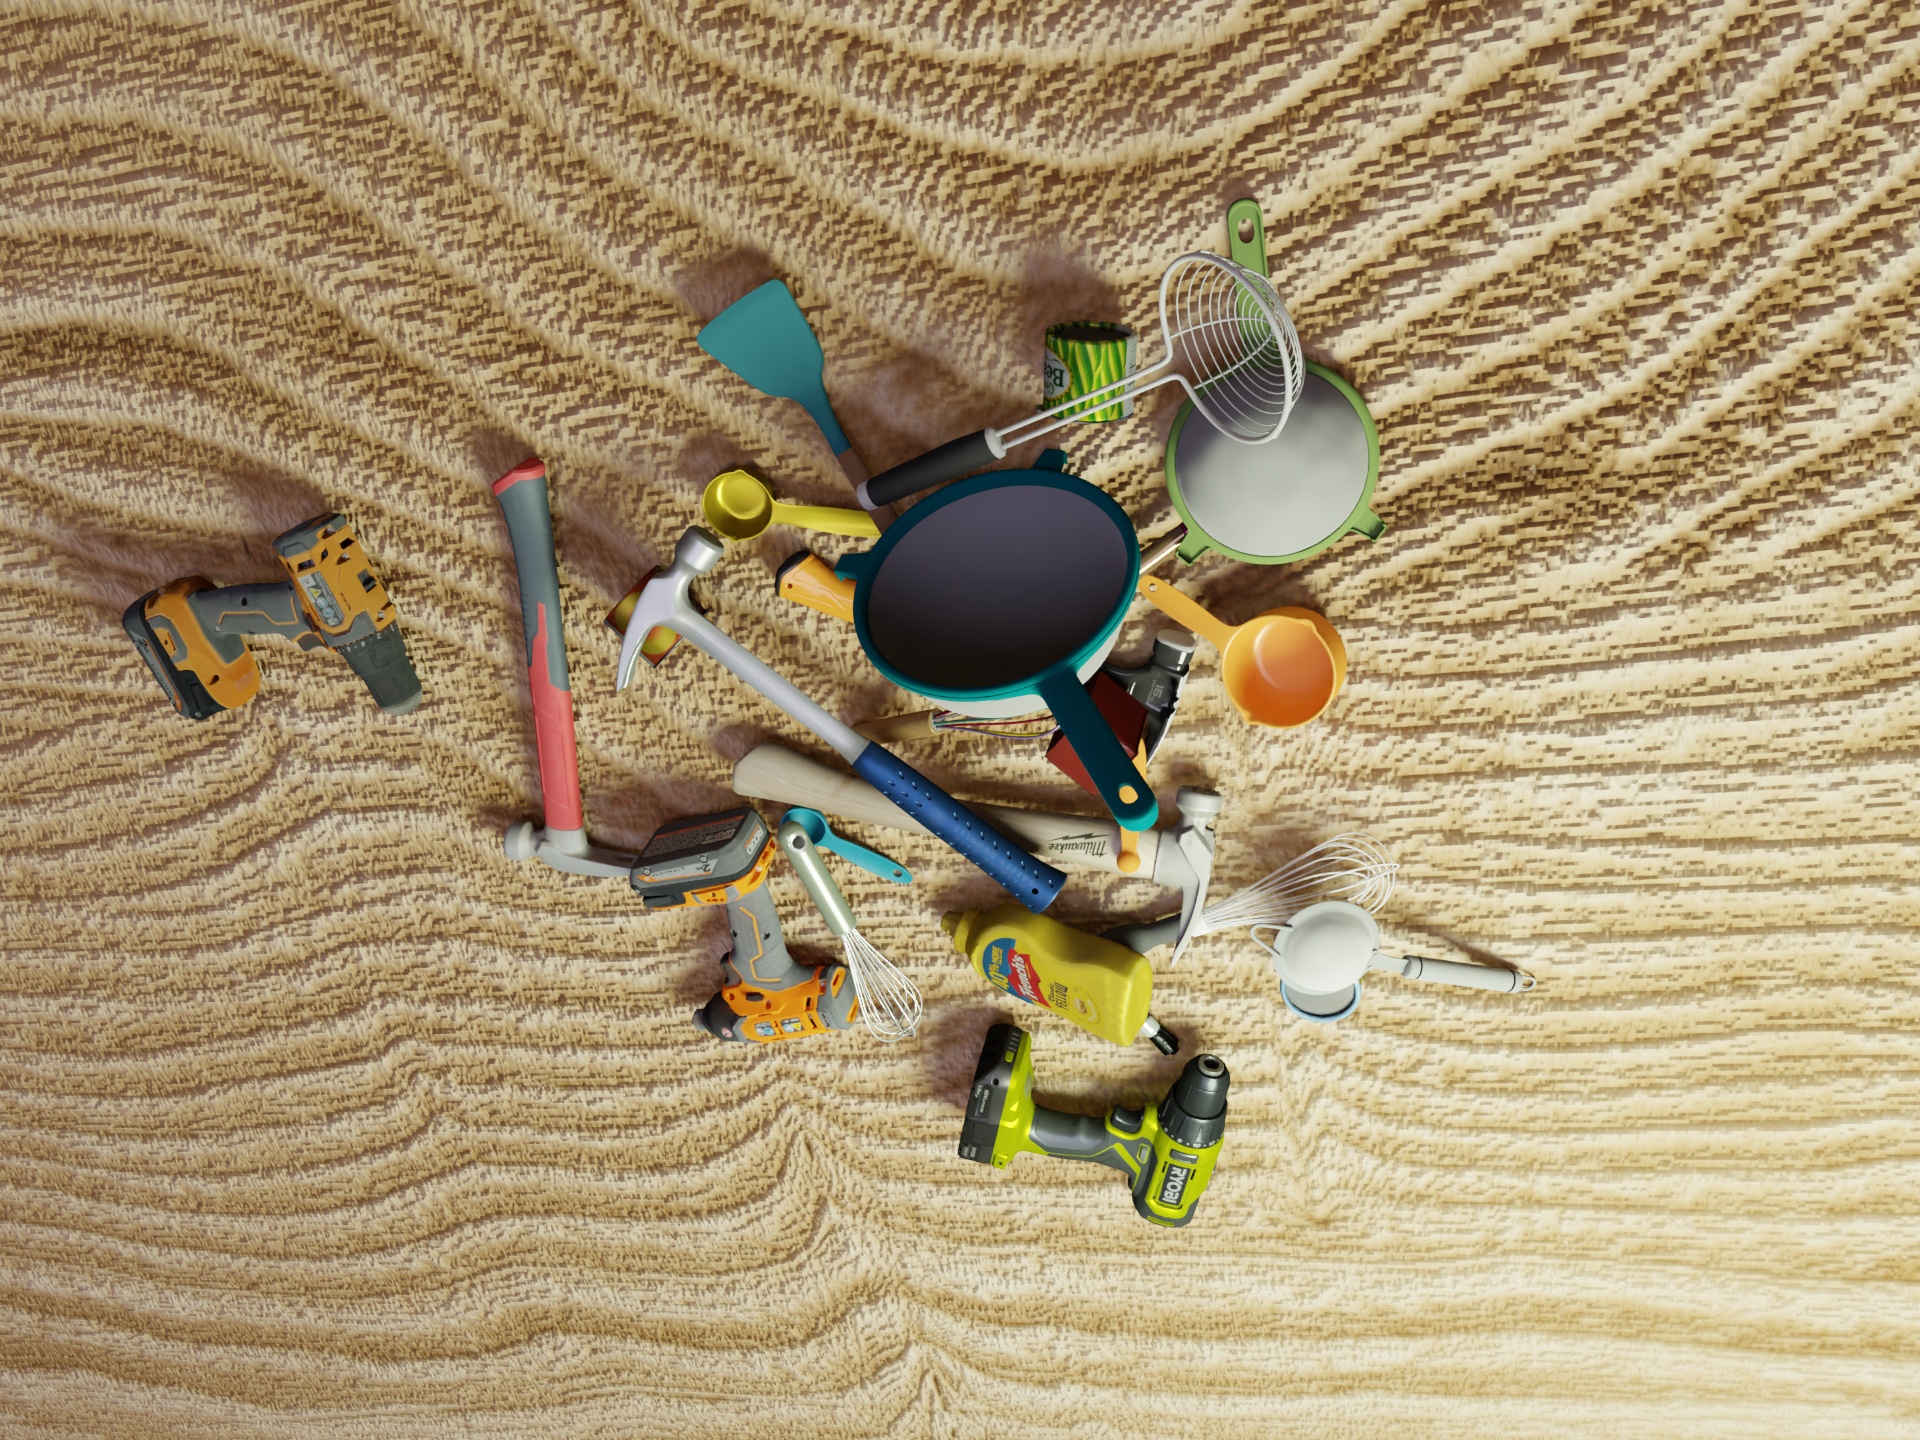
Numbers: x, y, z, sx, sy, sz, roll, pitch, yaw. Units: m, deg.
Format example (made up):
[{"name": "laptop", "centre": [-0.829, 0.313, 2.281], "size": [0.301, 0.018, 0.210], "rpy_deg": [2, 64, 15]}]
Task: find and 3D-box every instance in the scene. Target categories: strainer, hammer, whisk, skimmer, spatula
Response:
[{"name": "strainer", "centre": [0.352, 0.195, 1.262], "size": [0.258, 0.050, 0.086], "rpy_deg": [10, 114, -18]}, {"name": "hammer", "centre": [0.004, 0.093, 1.327], "size": [0.411, 0.038, 0.146], "rpy_deg": [11, 97, 12]}, {"name": "strainer", "centre": [0.209, -0.226, 1.095], "size": [0.151, 0.069, 0.256], "rpy_deg": [-6, 108, 12]}, {"name": "strainer", "centre": [0.059, -0.033, 1.120], "size": [0.211, 0.341, 0.095], "rpy_deg": [-28, 142, -2]}, {"name": "whisk", "centre": [0.227, 0.158, 1.315], "size": [0.284, 0.070, 0.070], "rpy_deg": [-22, 109, 30]}, {"name": "skimmer", "centre": [0.062, -0.201, 1.071], "size": [0.363, 0.090, 0.127], "rpy_deg": [-17, 106, 32]}, {"name": "whisk", "centre": [-0.100, 0.190, 1.415], "size": [0.059, 0.058, 0.246], "rpy_deg": [17, 138, 59]}, {"name": "hammer", "centre": [-0.091, 0.023, 1.266], "size": [0.405, 0.035, 0.144], "rpy_deg": [37, 104, -4]}, {"name": "spatula", "centre": [-0.079, -0.180, 1.212], "size": [0.082, 0.044, 0.317], "rpy_deg": [-30, 97, 19]}, {"name": "hammer", "centre": [-0.342, -0.036, 1.376], "size": [0.143, 0.038, 0.386], "rpy_deg": [7, 118, 10]}, {"name": "whisk", "centre": [-0.002, -0.006, 1.263], "size": [0.245, 0.051, 0.047], "rpy_deg": [-10, 121, 43]}, {"name": "hammer", "centre": [0.010, -0.059, 1.270], "size": [0.337, 0.034, 0.127], "rpy_deg": [18, 119, 6]}]

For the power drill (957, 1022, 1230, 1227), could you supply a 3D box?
[{"name": "power drill", "centre": [0.123, 0.351, 1.424], "size": [0.228, 0.080, 0.190], "rpy_deg": [14, 125, 6]}]

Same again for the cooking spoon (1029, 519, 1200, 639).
[{"name": "cooking spoon", "centre": [0.147, -0.125, 1.187], "size": [0.319, 0.017, 0.068], "rpy_deg": [-36, 101, 19]}]

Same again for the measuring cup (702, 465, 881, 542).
[{"name": "measuring cup", "centre": [-0.125, -0.167, 1.262], "size": [0.156, 0.029, 0.062], "rpy_deg": [8, 119, -2]}]

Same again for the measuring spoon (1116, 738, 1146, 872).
[{"name": "measuring spoon", "centre": [0.135, 0.067, 1.260], "size": [0.021, 0.011, 0.117], "rpy_deg": [5, 105, 13]}]

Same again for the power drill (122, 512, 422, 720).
[{"name": "power drill", "centre": [-0.598, -0.068, 1.409], "size": [0.226, 0.084, 0.185], "rpy_deg": [-16, 113, 17]}]

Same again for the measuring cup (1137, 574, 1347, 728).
[{"name": "measuring cup", "centre": [0.213, -0.066, 1.207], "size": [0.174, 0.052, 0.095], "rpy_deg": [36, 120, 16]}]

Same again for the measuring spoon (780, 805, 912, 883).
[{"name": "measuring spoon", "centre": [-0.098, 0.108, 1.400], "size": [0.128, 0.021, 0.042], "rpy_deg": [28, 123, -11]}]

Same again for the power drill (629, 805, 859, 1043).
[{"name": "power drill", "centre": [-0.207, 0.199, 1.438], "size": [0.164, 0.084, 0.226], "rpy_deg": [-14, 116, 22]}]
